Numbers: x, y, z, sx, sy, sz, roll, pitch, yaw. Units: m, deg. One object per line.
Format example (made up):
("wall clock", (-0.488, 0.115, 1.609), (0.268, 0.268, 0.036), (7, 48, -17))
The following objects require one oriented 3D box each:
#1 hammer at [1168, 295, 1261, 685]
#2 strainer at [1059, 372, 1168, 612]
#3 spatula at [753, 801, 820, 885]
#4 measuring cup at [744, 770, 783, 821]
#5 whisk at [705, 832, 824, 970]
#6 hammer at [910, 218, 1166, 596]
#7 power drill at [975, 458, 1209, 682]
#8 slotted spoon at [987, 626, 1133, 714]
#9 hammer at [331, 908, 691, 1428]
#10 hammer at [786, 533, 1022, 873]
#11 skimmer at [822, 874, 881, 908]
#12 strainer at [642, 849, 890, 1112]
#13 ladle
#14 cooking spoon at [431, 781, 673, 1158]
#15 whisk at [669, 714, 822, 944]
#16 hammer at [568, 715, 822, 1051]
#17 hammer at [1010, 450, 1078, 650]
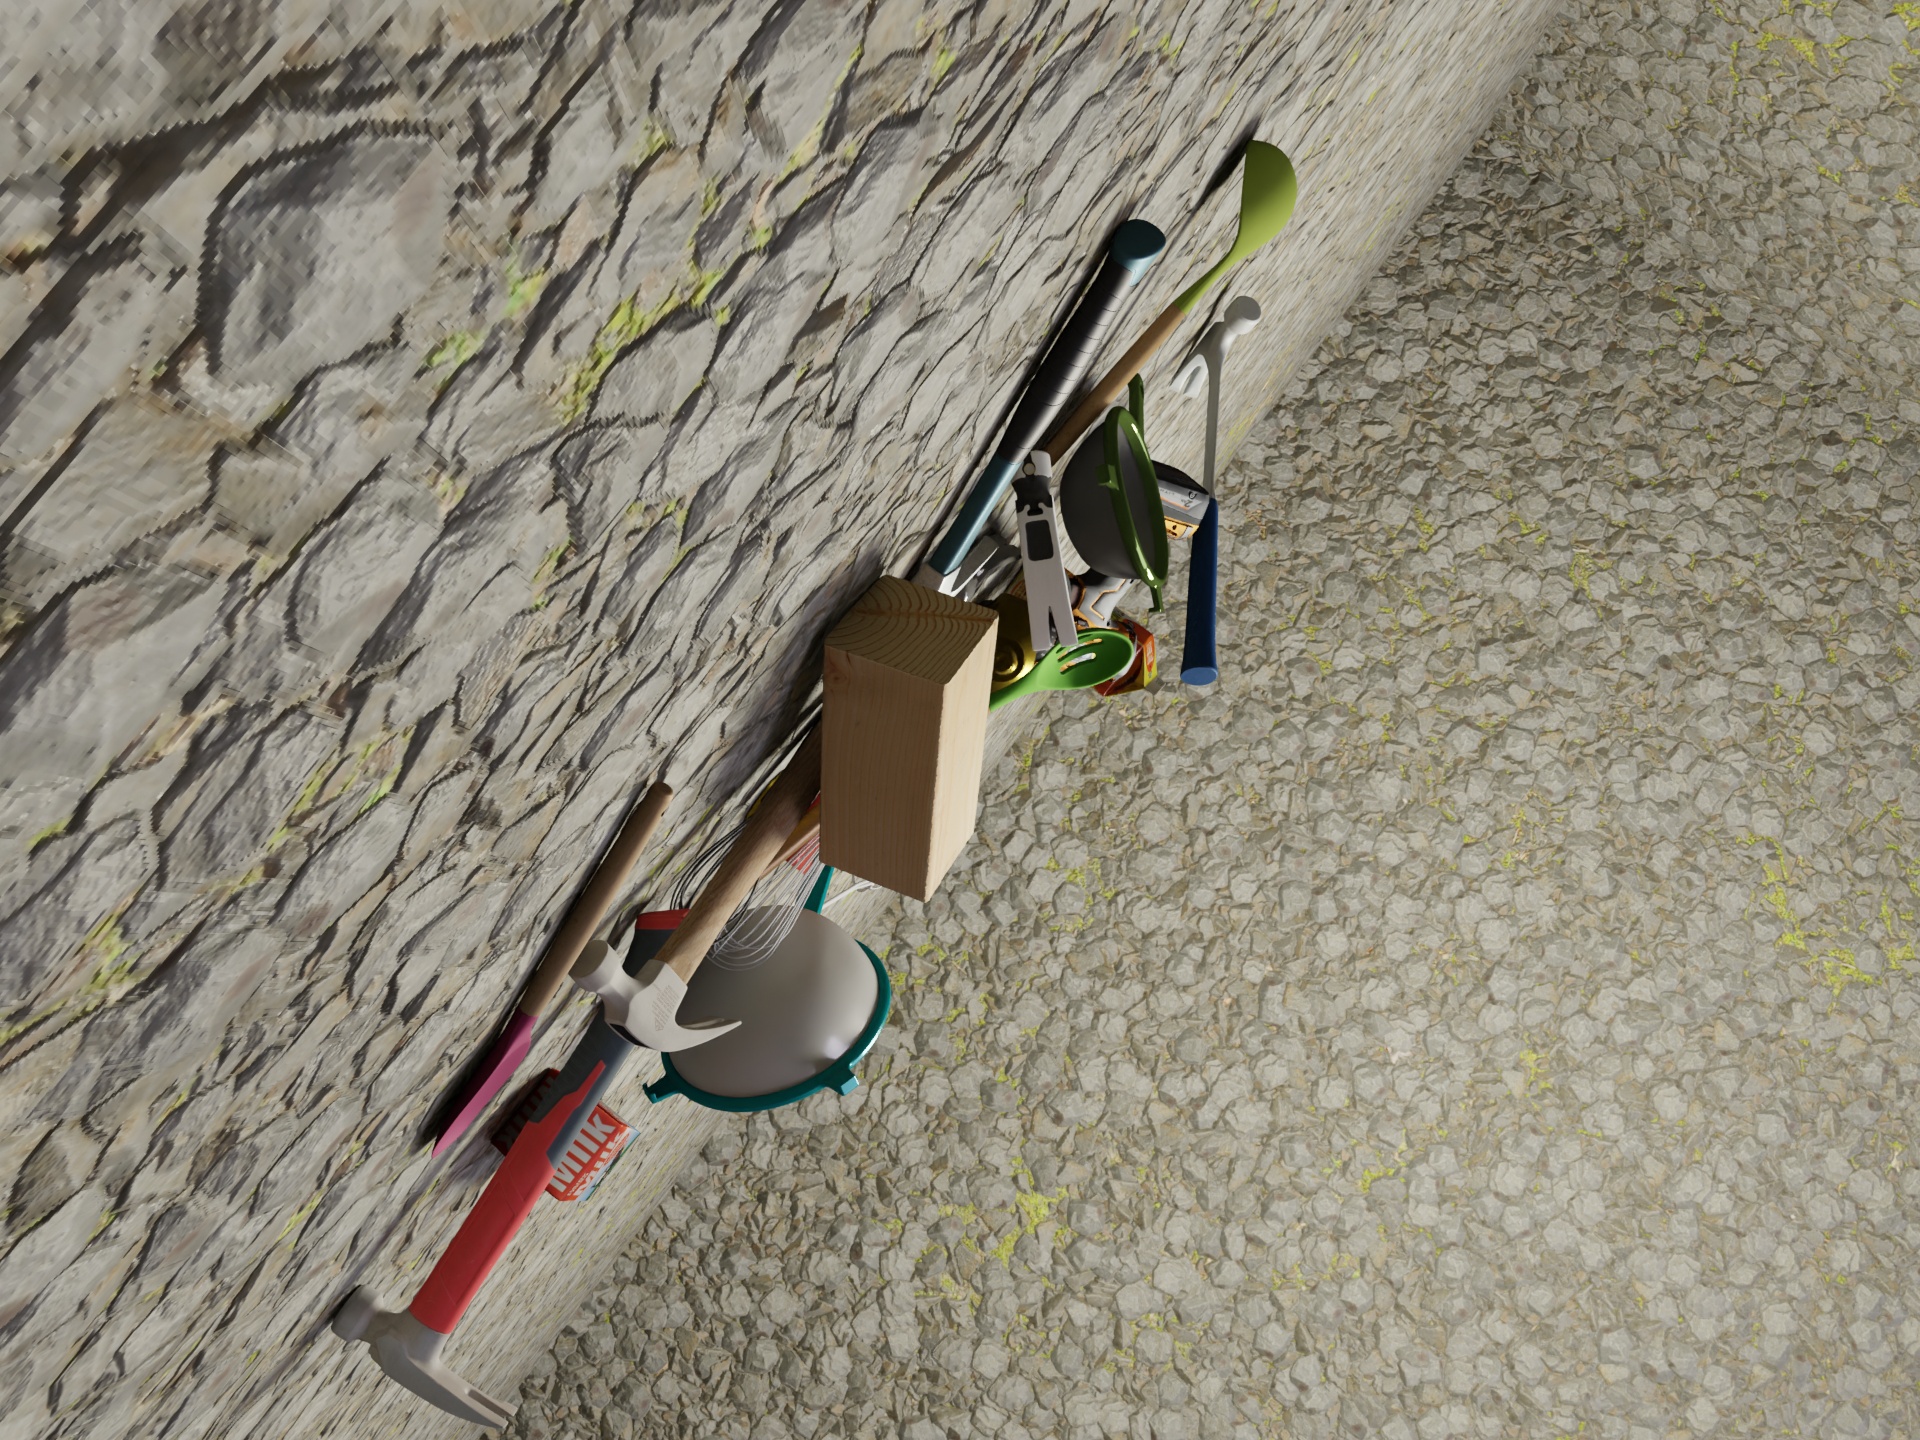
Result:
("hammer", (0.246, -0.223, 1.592), (0.144, 0.035, 0.406), (136, -35, -61))
("strainer", (0.123, -0.213, 1.341), (0.069, 0.151, 0.257), (-13, -139, 18))
("spatula", (-0.159, 0.130, 1.272), (0.317, 0.044, 0.082), (-41, 169, -6))
("measuring cup", (-0.112, 0.037, 1.274), (0.156, 0.029, 0.062), (-47, 172, -29))
("whisk", (-0.114, 0.094, 1.337), (0.284, 0.070, 0.070), (-48, 174, -4))
("hammer", (0.041, -0.194, 1.092), (0.331, 0.033, 0.128), (-56, 173, 32))
("power drill", (0.121, -0.151, 1.552), (0.226, 0.185, 0.084), (-64, -145, 22))
("slotted spoon", (-0.002, -0.004, 1.318), (0.314, 0.031, 0.070), (-25, 141, -8))
("hammer", (-0.281, 0.307, 1.123), (0.386, 0.143, 0.038), (-57, 179, 1))
("hammer", (-0.064, -0.006, 1.392), (0.359, 0.037, 0.149), (-56, 173, 27))
("skimmer", (-0.166, 0.180, 1.755), (0.363, 0.090, 0.127), (-29, 160, -51))
("strainer", (-0.163, 0.190, 1.432), (0.341, 0.211, 0.095), (-76, 155, -51))
("ladle", (0.144, -0.309, 1.240), (0.320, 0.062, 0.078), (-47, 179, 19))
("cooking spoon", (-0.250, 0.156, 0.964), (0.318, 0.017, 0.069), (-55, 175, 24))
("whisk", (-0.138, 0.068, 1.199), (0.239, 0.055, 0.055), (-55, 175, -18))
("hammer", (-0.142, 0.089, 1.127), (0.331, 0.031, 0.129), (-57, 133, -32))
("hammer", (0.075, -0.122, 1.343), (0.035, 0.146, 0.334), (-8, 177, 5))
